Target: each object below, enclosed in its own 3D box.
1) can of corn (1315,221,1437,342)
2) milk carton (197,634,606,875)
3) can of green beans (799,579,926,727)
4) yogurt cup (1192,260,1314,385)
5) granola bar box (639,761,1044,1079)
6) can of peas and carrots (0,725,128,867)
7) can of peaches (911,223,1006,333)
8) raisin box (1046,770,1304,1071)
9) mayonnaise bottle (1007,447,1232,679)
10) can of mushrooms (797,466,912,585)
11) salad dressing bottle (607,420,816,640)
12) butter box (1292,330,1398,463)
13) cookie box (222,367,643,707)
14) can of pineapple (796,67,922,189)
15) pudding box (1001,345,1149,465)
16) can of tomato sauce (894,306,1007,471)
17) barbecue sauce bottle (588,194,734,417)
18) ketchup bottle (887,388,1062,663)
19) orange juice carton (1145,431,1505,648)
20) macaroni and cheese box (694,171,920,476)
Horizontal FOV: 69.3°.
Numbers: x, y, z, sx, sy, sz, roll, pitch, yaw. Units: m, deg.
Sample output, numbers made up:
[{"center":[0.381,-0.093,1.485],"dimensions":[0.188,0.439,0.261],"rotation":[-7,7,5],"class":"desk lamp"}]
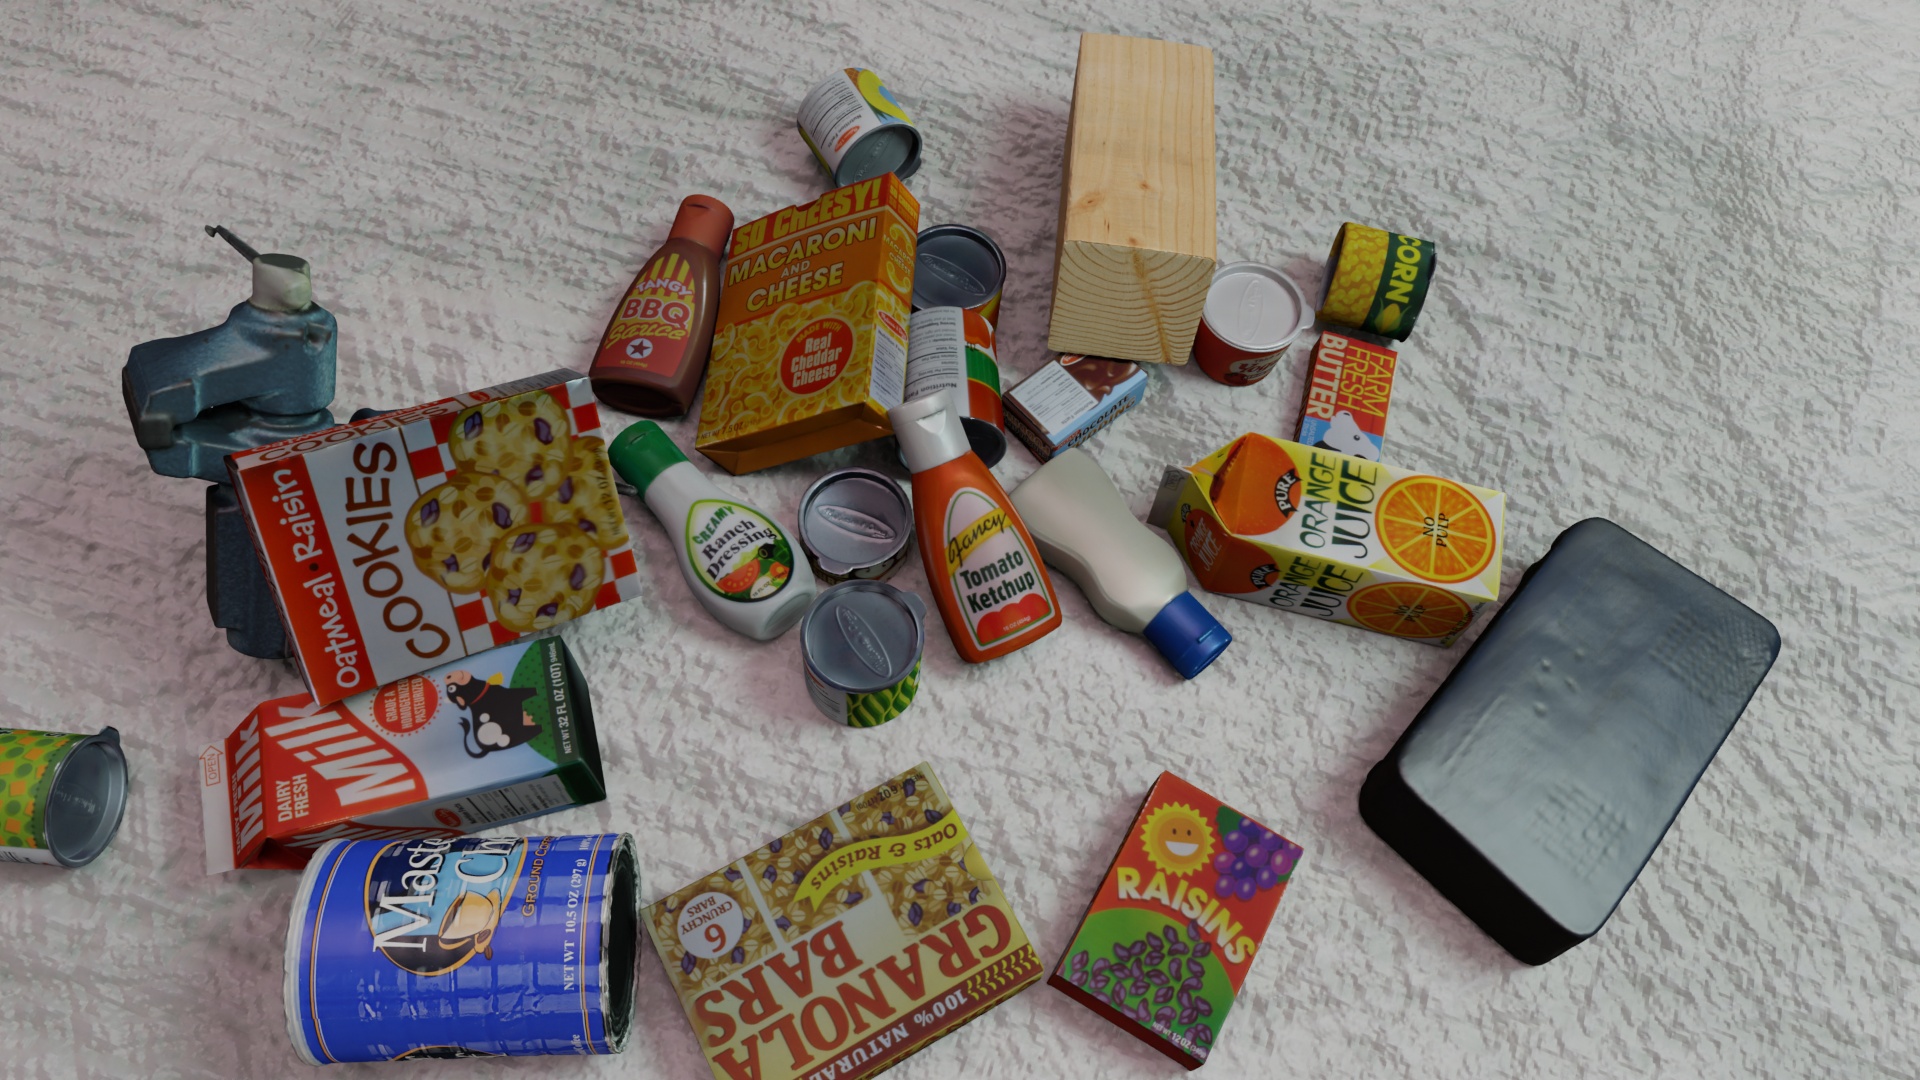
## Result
[{"center":[0.267,-0.168,0.895],"dimensions":[0.058,0.071,0.071],"rotation":[15,63,5],"class":"can of corn"},{"center":[-0.288,0.114,0.711],"dimensions":[0.191,0.073,0.072],"rotation":[-13,65,-10],"class":"milk carton"},{"center":[-0.054,0.063,0.762],"dimensions":[0.071,0.057,0.071],"rotation":[2,63,-3],"class":"can of green beans"},{"center":[0.180,-0.135,0.881],"dimensions":[0.072,0.053,0.072],"rotation":[2,63,-3],"class":"yogurt cup"},{"center":[-0.059,0.205,0.700],"dimensions":[0.166,0.039,0.124],"rotation":[-26,68,-16],"class":"granola bar box"},{"center":[-0.465,0.126,0.696],"dimensions":[0.059,0.070,0.071],"rotation":[5,63,-1],"class":"can of peas and carrots"},{"center":[-0.008,-0.154,0.876],"dimensions":[0.071,0.057,0.071],"rotation":[2,64,-3],"class":"can of peaches"},{"center":[0.112,0.194,0.718],"dimensions":[0.086,0.040,0.124],"rotation":[28,66,11],"class":"raisin box"},{"center":[0.093,0.016,0.807],"dimensions":[0.065,0.041,0.148],"rotation":[-37,72,-18],"class":"mayonnaise bottle"},{"center":[-0.063,-0.005,0.810],"dimensions":[0.071,0.033,0.071],"rotation":[2,63,-4],"class":"can of mushrooms"},{"center":[-0.146,-0.008,0.800],"dimensions":[0.064,0.043,0.148],"rotation":[-39,72,-18],"class":"salad dressing bottle"},{"center":[0.241,-0.080,0.874],"dimensions":[0.053,0.024,0.104],"rotation":[16,63,3],"class":"butter box"},{"center":[-0.257,-0.005,0.693],"dimensions":[0.168,0.122,0.040],"rotation":[-20,24,-28],"class":"cookie box"},{"center":[-0.067,-0.271,0.928],"dimensions":[0.071,0.070,0.058],"rotation":[-27,68,-16],"class":"can of pineapple"},{"center":[0.070,-0.089,0.864],"dimensions":[0.084,0.030,0.050],"rotation":[-37,70,-20],"class":"pudding box"},{"center":[-0.008,-0.088,0.837],"dimensions":[0.071,0.071,0.083],"rotation":[-2,60,-5],"class":"can of tomato sauce"},{"center":[-0.179,-0.149,0.869],"dimensions":[0.065,0.043,0.149],"rotation":[9,62,9],"class":"barbecue sauce bottle"},{"center":[0.003,-0.010,0.774],"dimensions":[0.065,0.043,0.148],"rotation":[-24,98,-14],"class":"ketchup bottle"},{"center":[0.207,-0.004,0.807],"dimensions":[0.193,0.071,0.073],"rotation":[14,63,3],"class":"orange juice carton"},{"center":[-0.090,-0.131,0.835],"dimensions":[0.123,0.040,0.167],"rotation":[-12,59,28],"class":"macaroni and cheese box"}]
